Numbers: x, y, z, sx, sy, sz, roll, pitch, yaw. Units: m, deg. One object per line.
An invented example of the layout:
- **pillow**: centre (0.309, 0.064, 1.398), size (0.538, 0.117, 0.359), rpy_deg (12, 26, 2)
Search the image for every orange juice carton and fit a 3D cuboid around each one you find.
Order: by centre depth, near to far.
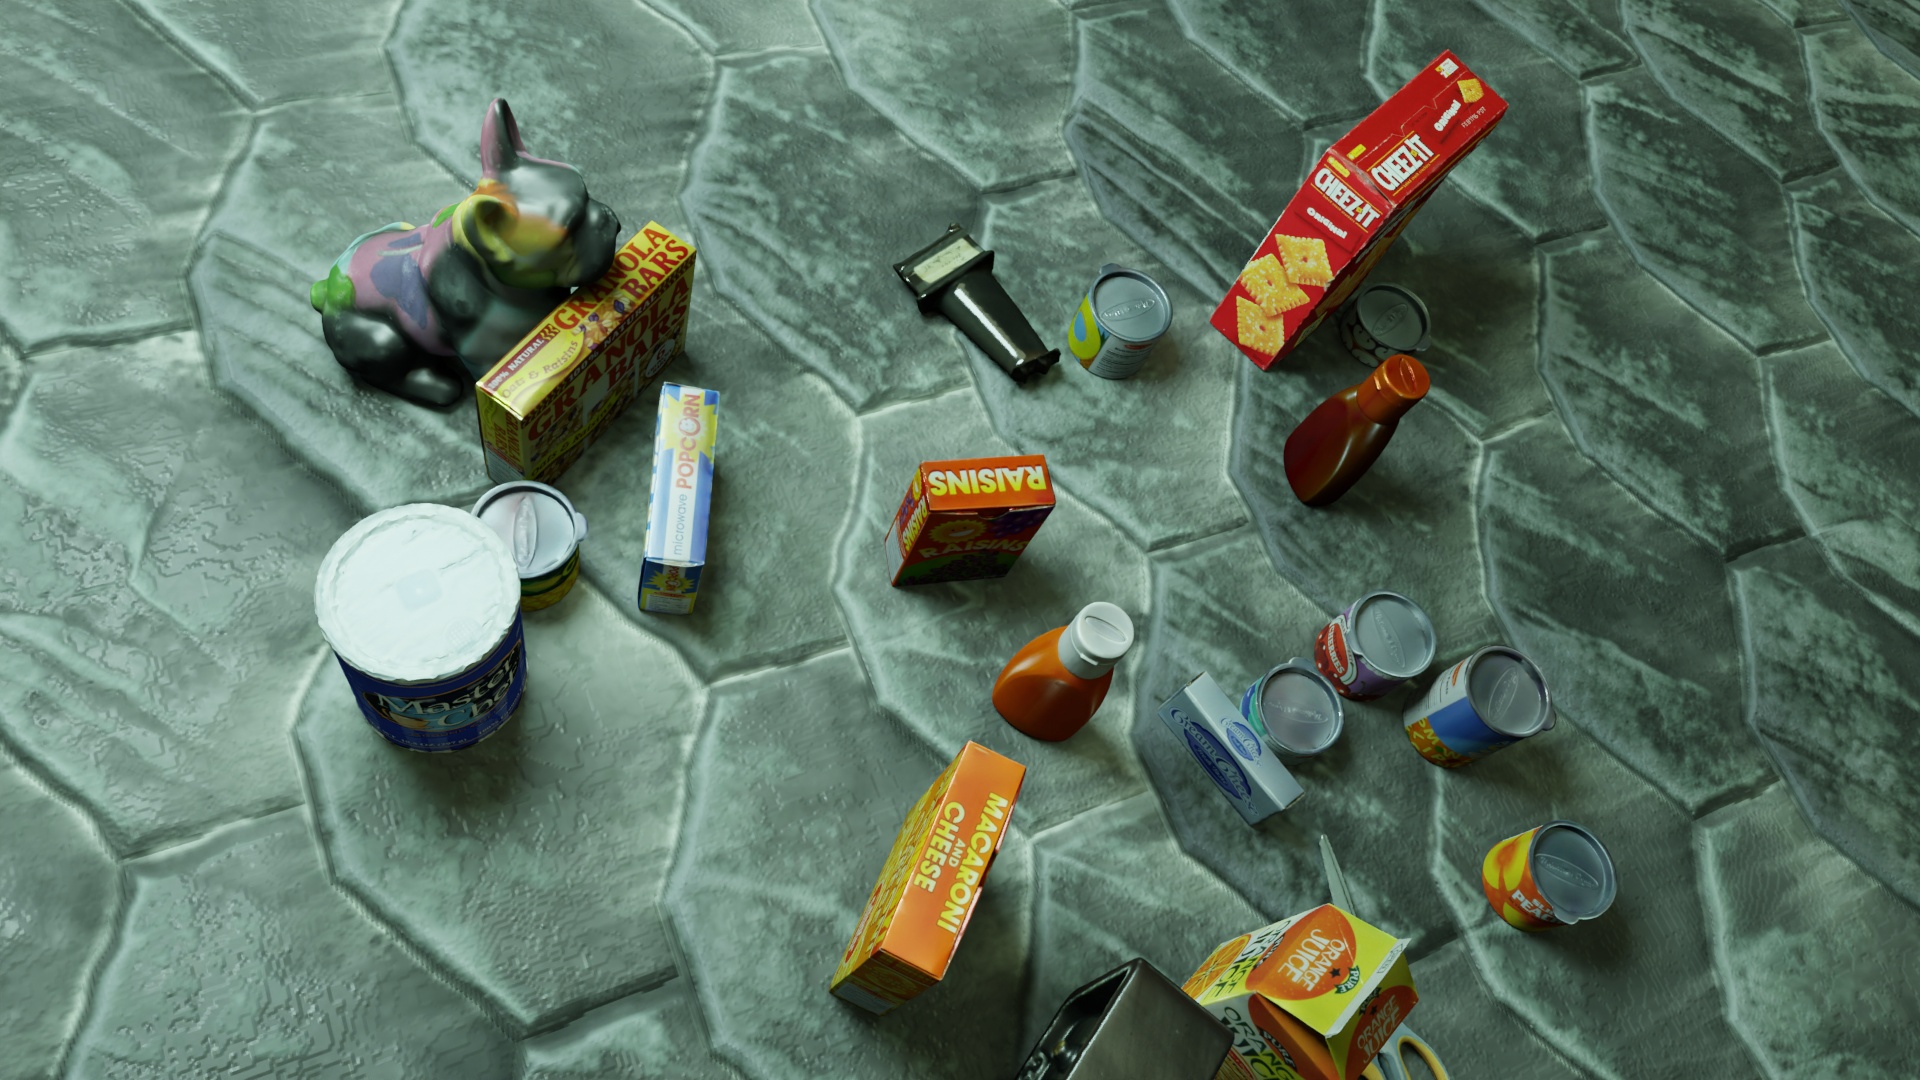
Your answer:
- **orange juice carton**: centre (0.192, 0.269, 0.801), size (0.072, 0.191, 0.073), rpy_deg (-38, 80, -27)

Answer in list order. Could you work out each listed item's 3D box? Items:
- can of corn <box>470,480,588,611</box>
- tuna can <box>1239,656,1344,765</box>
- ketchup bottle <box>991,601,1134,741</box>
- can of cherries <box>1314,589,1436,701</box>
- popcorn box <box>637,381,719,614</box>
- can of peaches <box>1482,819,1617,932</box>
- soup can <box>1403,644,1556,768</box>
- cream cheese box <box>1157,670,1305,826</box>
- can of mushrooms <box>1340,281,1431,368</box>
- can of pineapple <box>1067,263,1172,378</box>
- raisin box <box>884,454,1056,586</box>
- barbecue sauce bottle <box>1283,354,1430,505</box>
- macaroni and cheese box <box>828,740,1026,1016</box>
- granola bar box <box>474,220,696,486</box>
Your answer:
- **can of corn**: centre (-0.271, 0.004, 0.875), size (0.071, 0.058, 0.071), rpy_deg (6, 64, -13)
- **tuna can**: centre (0.231, 0.120, 0.973), size (0.071, 0.032, 0.071), rpy_deg (6, 64, -13)
- **ketchup bottle**: centre (0.068, 0.083, 0.880), size (0.065, 0.148, 0.044), rpy_deg (29, 62, -1)
- **can of cherries**: centre (0.294, 0.076, 0.996), size (0.071, 0.058, 0.072), rpy_deg (6, 64, -13)
- **popcorn box**: centre (-0.183, -0.026, 0.899), size (0.038, 0.085, 0.127), rpy_deg (6, 64, -13)
- **can of peaches**: centre (0.402, 0.233, 0.951), size (0.071, 0.057, 0.071), rpy_deg (6, 64, -13)
- **soup can**: centre (0.365, 0.121, 0.980), size (0.071, 0.083, 0.071), rpy_deg (6, 64, -13)
- **cream cheese box**: centre (0.181, 0.141, 0.937), size (0.024, 0.053, 0.104), rpy_deg (-33, 77, -26)
- **can of mushrooms**: centre (0.351, -0.175, 1.145), size (0.071, 0.033, 0.071), rpy_deg (6, 64, -13)
- **can of pineapple**: centre (0.121, -0.167, 1.064), size (0.071, 0.057, 0.071), rpy_deg (6, 64, -13)
- **raisin box**: centre (0.003, -0.012, 0.921), size (0.086, 0.123, 0.040), rpy_deg (-4, 67, -17)
- **barbecue sauce bottle**: centre (0.289, -0.083, 1.019), size (0.044, 0.148, 0.065), rpy_deg (-1, 66, -16)
- **macaroni and cheese box**: centre (-0.020, 0.197, 0.792), size (0.040, 0.165, 0.124), rpy_deg (26, 62, -2)
- **granola bar box**: centre (-0.242, -0.114, 0.902), size (0.039, 0.123, 0.166), rpy_deg (35, 62, 3)
